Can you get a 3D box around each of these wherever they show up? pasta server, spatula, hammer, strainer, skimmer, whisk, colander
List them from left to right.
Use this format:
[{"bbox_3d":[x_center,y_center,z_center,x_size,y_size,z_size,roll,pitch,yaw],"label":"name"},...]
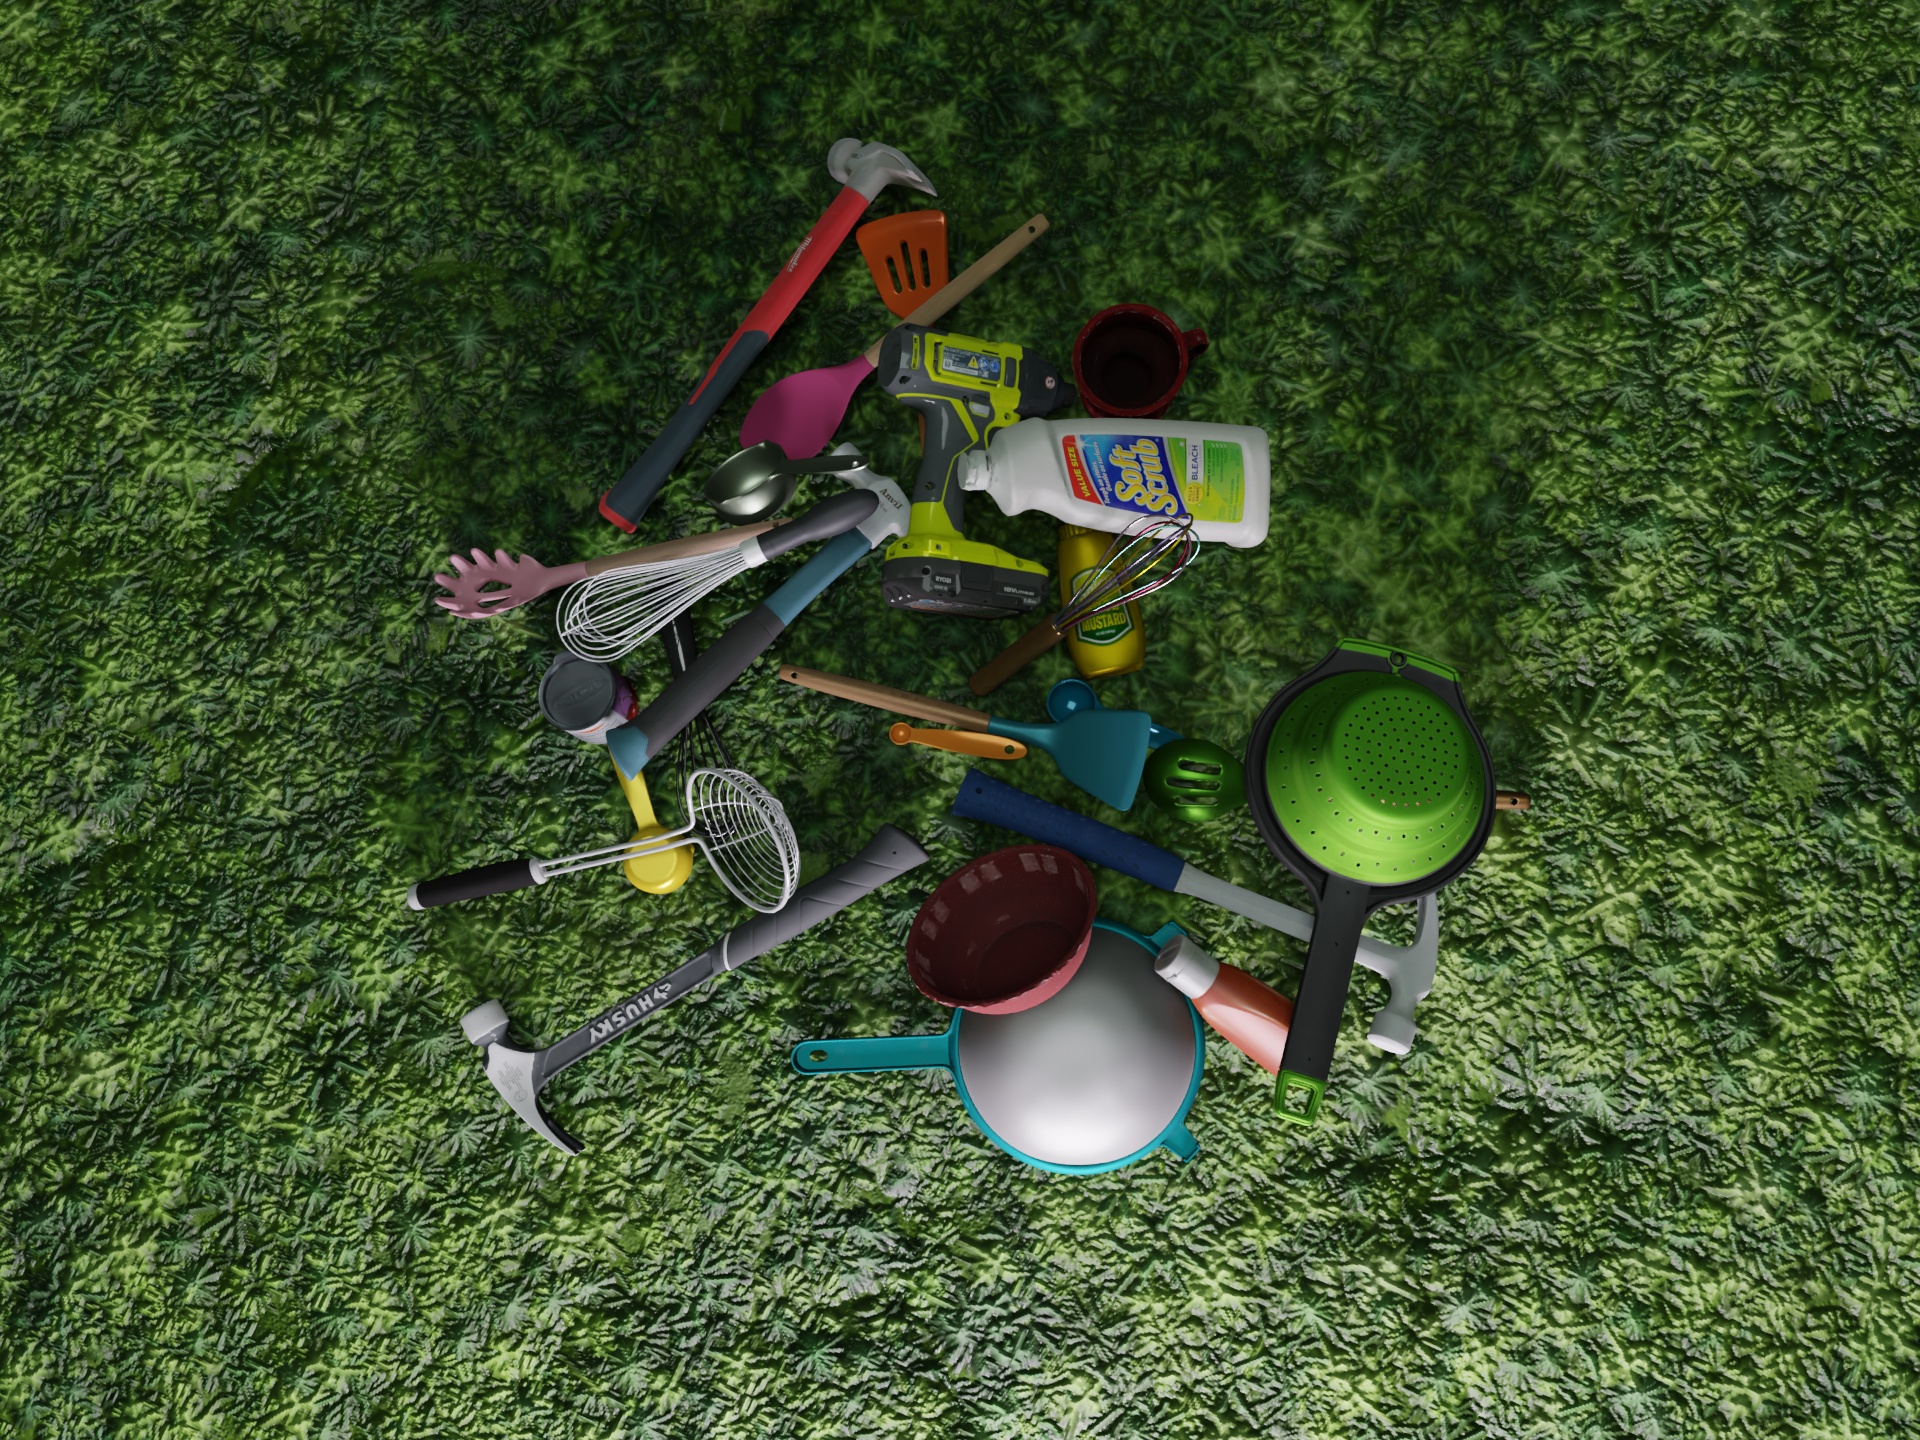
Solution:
[{"bbox_3d":[-0.297,0.121,1.279,0.363,0.090,0.127,-13,109,14],"label":"skimmer"},{"bbox_3d":[-0.290,-0.134,1.330,0.316,0.040,0.060,-10,70,13],"label":"pasta server"},{"bbox_3d":[-0.227,-0.015,1.338,0.055,0.055,0.239,-14,80,3],"label":"whisk"},{"bbox_3d":[-0.207,0.207,1.322,0.409,0.036,0.149,-31,85,1],"label":"hammer"},{"bbox_3d":[-0.196,-0.122,1.284,0.284,0.070,0.070,-23,85,5],"label":"whisk"},{"bbox_3d":[-0.169,-0.315,1.327,0.386,0.038,0.143,-53,40,3],"label":"hammer"},{"bbox_3d":[-0.165,-0.079,1.315,0.128,0.033,0.331,44,79,6],"label":"hammer"},{"bbox_3d":[-0.031,-0.264,1.344,0.081,0.041,0.322,-7,86,16],"label":"spatula"},{"bbox_3d":[-0.002,-0.004,1.314,0.317,0.044,0.082,14,97,9],"label":"spatula"},{"bbox_3d":[0.029,0.266,1.271,0.340,0.095,0.211,-3,86,2],"label":"strainer"},{"bbox_3d":[0.096,-0.090,1.274,0.245,0.051,0.047,-37,49,32],"label":"whisk"},{"bbox_3d":[0.190,0.125,1.289,0.405,0.035,0.144,22,73,7],"label":"hammer"},{"bbox_3d":[0.308,0.111,1.222,0.204,0.094,0.397,16,73,4],"label":"colander"}]

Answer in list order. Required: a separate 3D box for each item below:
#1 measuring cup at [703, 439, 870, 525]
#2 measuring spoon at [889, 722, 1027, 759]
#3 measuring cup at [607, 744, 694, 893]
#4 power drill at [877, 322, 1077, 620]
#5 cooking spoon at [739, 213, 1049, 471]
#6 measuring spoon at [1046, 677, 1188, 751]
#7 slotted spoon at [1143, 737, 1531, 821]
[{"bbox_3d":[-0.136,-0.195,1.309,0.168,0.038,0.083,1,48,34],"label":"measuring cup"},{"bbox_3d":[-0.002,0.019,1.336,0.117,0.011,0.021,8,69,1],"label":"measuring spoon"},{"bbox_3d":[-0.272,0.071,1.339,0.062,0.029,0.156,-21,84,2],"label":"measuring cup"},{"bbox_3d":[0.015,-0.200,1.302,0.171,0.080,0.223,6,84,-26],"label":"power drill"},{"bbox_3d":[-0.056,-0.316,1.328,0.319,0.017,0.069,-35,92,15],"label":"cooking spoon"},{"bbox_3d":[0.133,-0.002,1.327,0.128,0.021,0.042,22,112,-4],"label":"measuring spoon"},{"bbox_3d":[0.308,0.056,1.303,0.314,0.031,0.070,3,98,2],"label":"slotted spoon"}]
